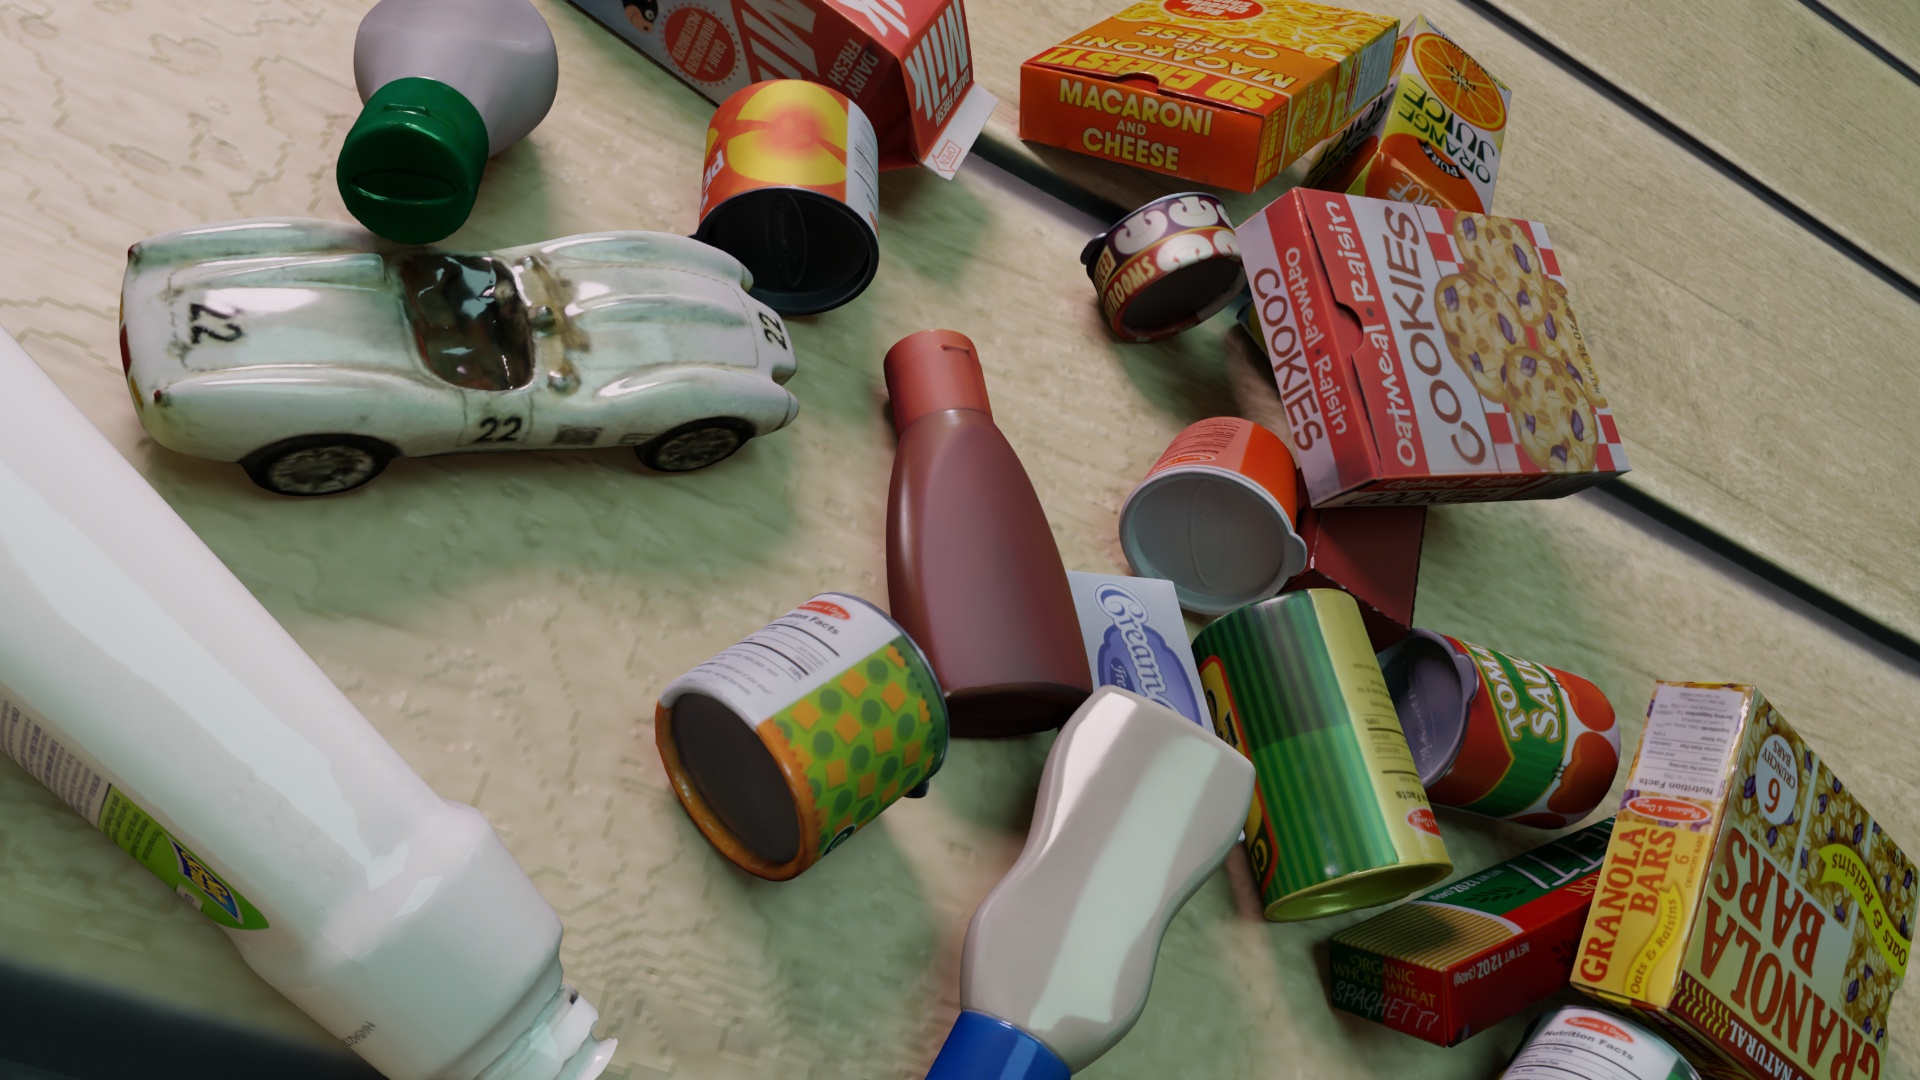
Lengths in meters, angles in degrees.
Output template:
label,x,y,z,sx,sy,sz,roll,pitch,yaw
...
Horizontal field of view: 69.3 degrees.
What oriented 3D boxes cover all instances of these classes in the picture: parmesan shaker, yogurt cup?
label,x,y,z,sx,sy,sz,roll,pitch,yaw
parmesan shaker,0.129,0.078,0.504,0.071,0.071,0.103,5,58,-30
yogurt cup,0.101,-0.013,0.547,0.072,0.072,0.054,38,40,-5

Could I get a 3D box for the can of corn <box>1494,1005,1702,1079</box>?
label,x,y,z,sx,sy,sz,roll,pitch,yaw
can of corn,0.213,0.206,0.473,0.058,0.071,0.071,-29,79,-40

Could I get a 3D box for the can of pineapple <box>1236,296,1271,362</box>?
label,x,y,z,sx,sy,sz,roll,pitch,yaw
can of pineapple,0.173,-0.103,0.645,0.071,0.070,0.058,-29,79,-41

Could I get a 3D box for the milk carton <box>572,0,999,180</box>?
label,x,y,z,sx,sy,sz,roll,pitch,yaw
milk carton,-0.072,-0.219,0.565,0.190,0.073,0.073,33,49,-10

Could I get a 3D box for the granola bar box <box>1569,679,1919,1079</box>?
label,x,y,z,sx,sy,sz,roll,pitch,yaw
granola bar box,0.306,0.147,0.530,0.165,0.039,0.124,37,68,-28

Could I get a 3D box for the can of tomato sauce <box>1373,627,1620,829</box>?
label,x,y,z,sx,sy,sz,roll,pitch,yaw
can of tomato sauce,0.208,0.075,0.551,0.083,0.071,0.071,16,54,-24

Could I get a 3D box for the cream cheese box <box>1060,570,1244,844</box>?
label,x,y,z,sx,sy,sz,roll,pitch,yaw
cream cheese box,0.063,0.062,0.499,0.053,0.024,0.104,5,59,-31

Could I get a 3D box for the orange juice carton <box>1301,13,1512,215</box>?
label,x,y,z,sx,sy,sz,roll,pitch,yaw
orange juice carton,0.232,-0.192,0.738,0.072,0.072,0.194,35,49,-10

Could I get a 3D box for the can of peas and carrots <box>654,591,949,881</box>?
label,x,y,z,sx,sy,sz,roll,pitch,yaw
can of peas and carrots,-0.046,0.059,0.407,0.059,0.070,0.071,-31,80,-41

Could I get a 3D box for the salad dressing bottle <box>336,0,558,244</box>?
label,x,y,z,sx,sy,sz,roll,pitch,yaw
salad dressing bottle,-0.164,-0.140,0.440,0.064,0.043,0.148,3,35,-12

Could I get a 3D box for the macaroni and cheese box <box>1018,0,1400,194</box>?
label,x,y,z,sx,sy,sz,roll,pitch,yaw
macaroni and cheese box,0.123,-0.227,0.676,0.124,0.040,0.167,22,42,26

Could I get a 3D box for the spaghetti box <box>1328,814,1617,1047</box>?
label,x,y,z,sx,sy,sz,roll,pitch,yaw
spaghetti box,0.244,0.139,0.542,0.251,0.050,0.028,-8,95,-35

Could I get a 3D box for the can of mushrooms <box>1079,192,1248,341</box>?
label,x,y,z,sx,sy,sz,roll,pitch,yaw
can of mushrooms,0.089,-0.117,0.605,0.071,0.070,0.033,-7,66,-35

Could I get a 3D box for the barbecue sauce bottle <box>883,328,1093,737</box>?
label,x,y,z,sx,sy,sz,roll,pitch,yaw
barbecue sauce bottle,0.002,-0.006,0.493,0.065,0.043,0.149,5,58,-29

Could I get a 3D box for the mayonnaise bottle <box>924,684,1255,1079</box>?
label,x,y,z,sx,sy,sz,roll,pitch,yaw
mayonnaise bottle,0.033,0.118,0.416,0.065,0.041,0.149,29,61,8

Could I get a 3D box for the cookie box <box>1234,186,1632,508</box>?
label,x,y,z,sx,sy,sz,roll,pitch,yaw
cookie box,0.201,-0.079,0.582,0.168,0.040,0.123,-3,73,-34

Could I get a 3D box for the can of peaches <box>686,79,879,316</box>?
label,x,y,z,sx,sy,sz,roll,pitch,yaw
can of peaches,-0.065,-0.127,0.515,0.071,0.071,0.058,14,55,-24
